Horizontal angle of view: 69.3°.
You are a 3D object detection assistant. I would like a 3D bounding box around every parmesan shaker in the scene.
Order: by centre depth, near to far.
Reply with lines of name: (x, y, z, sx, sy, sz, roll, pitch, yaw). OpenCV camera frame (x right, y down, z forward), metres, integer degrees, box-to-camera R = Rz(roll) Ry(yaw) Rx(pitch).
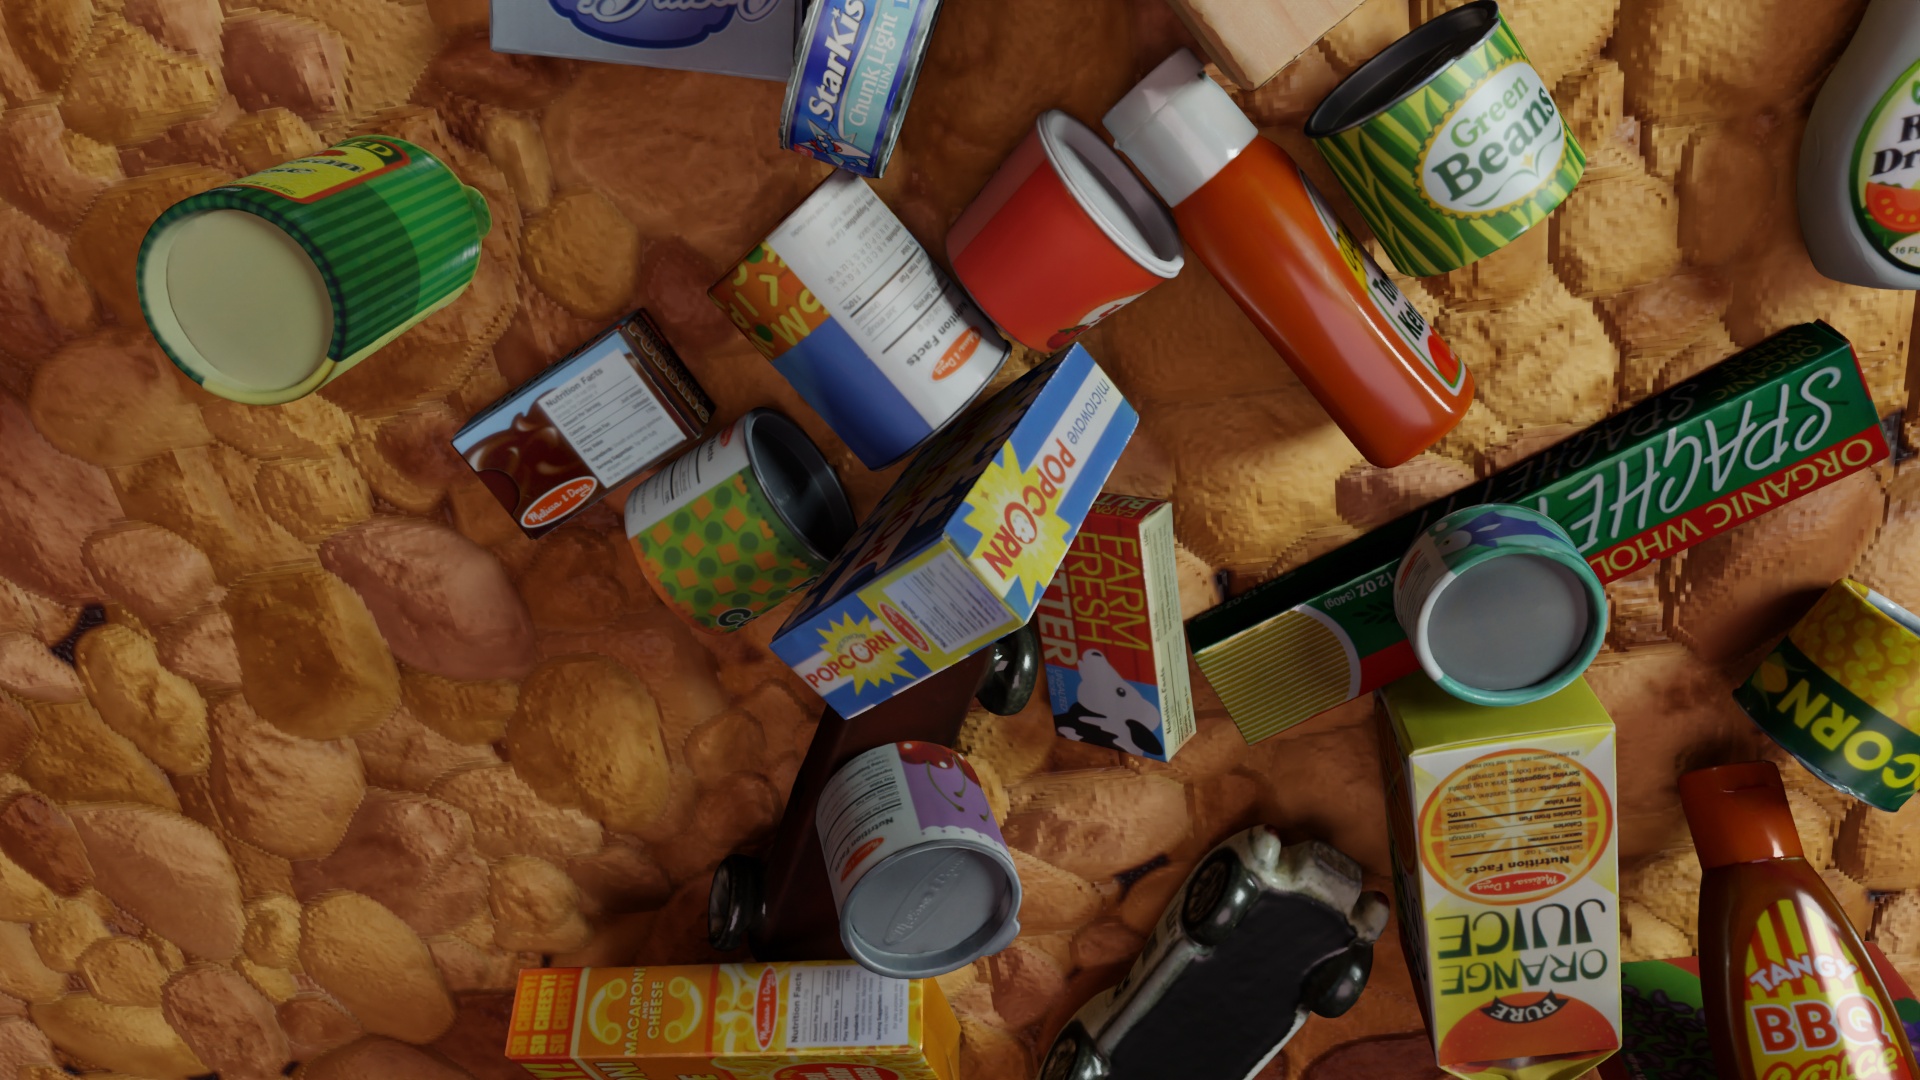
parmesan shaker: (-0.207, -0.093, 0.457, 0.071, 0.103, 0.071, 2, 115, 3)

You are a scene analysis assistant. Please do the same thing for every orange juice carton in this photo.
orange juice carton: (0.214, 0.139, 0.551, 0.073, 0.072, 0.192, -9, 113, 9)

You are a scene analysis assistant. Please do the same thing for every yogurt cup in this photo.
yogurt cup: (0.032, -0.099, 0.461, 0.072, 0.073, 0.053, 44, 118, -15)

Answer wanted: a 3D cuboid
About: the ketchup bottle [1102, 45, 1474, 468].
ketchup bottle: (0.107, -0.094, 0.460, 0.043, 0.065, 0.148, -39, 98, 26)

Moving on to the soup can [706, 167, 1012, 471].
soup can: (-0.036, -0.075, 0.476, 0.071, 0.071, 0.083, -38, 106, 19)

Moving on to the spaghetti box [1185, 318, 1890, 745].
spaghetti box: (0.205, 0.001, 0.512, 0.249, 0.029, 0.050, -28, 111, 16)

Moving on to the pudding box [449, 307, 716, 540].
pudding box: (-0.140, -0.043, 0.516, 0.083, 0.030, 0.049, -30, 110, 16)

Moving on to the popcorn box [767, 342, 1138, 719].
popcorn box: (0.002, -0.006, 0.459, 0.085, 0.127, 0.038, -31, 106, 38)

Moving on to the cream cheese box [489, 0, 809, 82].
cream cheese box: (-0.101, -0.183, 0.452, 0.104, 0.024, 0.053, 6, 115, 1)

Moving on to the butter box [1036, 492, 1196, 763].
butter box: (0.057, 0.031, 0.527, 0.053, 0.024, 0.103, 8, 119, 35)

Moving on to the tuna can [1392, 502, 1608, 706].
tuna can: (0.191, 0.023, 0.488, 0.071, 0.033, 0.070, 2, 116, 4)

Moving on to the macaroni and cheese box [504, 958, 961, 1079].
macaroni and cheese box: (-0.089, 0.215, 0.593, 0.166, 0.040, 0.123, -4, 147, 6)

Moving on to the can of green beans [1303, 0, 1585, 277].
can of green beans: (0.152, -0.125, 0.437, 0.071, 0.071, 0.057, -34, 108, 18)

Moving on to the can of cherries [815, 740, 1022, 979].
can of cherries: (-0.015, 0.118, 0.515, 0.071, 0.058, 0.071, -8, 121, -13)

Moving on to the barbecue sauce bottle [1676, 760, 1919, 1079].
barbecue sauce bottle: (0.309, 0.159, 0.522, 0.065, 0.149, 0.043, -9, 158, 8)

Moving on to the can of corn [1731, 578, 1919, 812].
can of corn: (0.331, 0.056, 0.506, 0.071, 0.071, 0.058, 27, 113, -8)

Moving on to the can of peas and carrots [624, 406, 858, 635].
can of peas and carrots: (-0.078, -0.004, 0.509, 0.058, 0.071, 0.071, -30, 109, 17)

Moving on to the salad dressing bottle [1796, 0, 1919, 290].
salad dressing bottle: (0.300, -0.154, 0.426, 0.064, 0.044, 0.147, -2, 114, 6)

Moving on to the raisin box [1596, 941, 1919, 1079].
raisin box: (0.330, 0.212, 0.569, 0.123, 0.086, 0.040, -8, 113, 8)
